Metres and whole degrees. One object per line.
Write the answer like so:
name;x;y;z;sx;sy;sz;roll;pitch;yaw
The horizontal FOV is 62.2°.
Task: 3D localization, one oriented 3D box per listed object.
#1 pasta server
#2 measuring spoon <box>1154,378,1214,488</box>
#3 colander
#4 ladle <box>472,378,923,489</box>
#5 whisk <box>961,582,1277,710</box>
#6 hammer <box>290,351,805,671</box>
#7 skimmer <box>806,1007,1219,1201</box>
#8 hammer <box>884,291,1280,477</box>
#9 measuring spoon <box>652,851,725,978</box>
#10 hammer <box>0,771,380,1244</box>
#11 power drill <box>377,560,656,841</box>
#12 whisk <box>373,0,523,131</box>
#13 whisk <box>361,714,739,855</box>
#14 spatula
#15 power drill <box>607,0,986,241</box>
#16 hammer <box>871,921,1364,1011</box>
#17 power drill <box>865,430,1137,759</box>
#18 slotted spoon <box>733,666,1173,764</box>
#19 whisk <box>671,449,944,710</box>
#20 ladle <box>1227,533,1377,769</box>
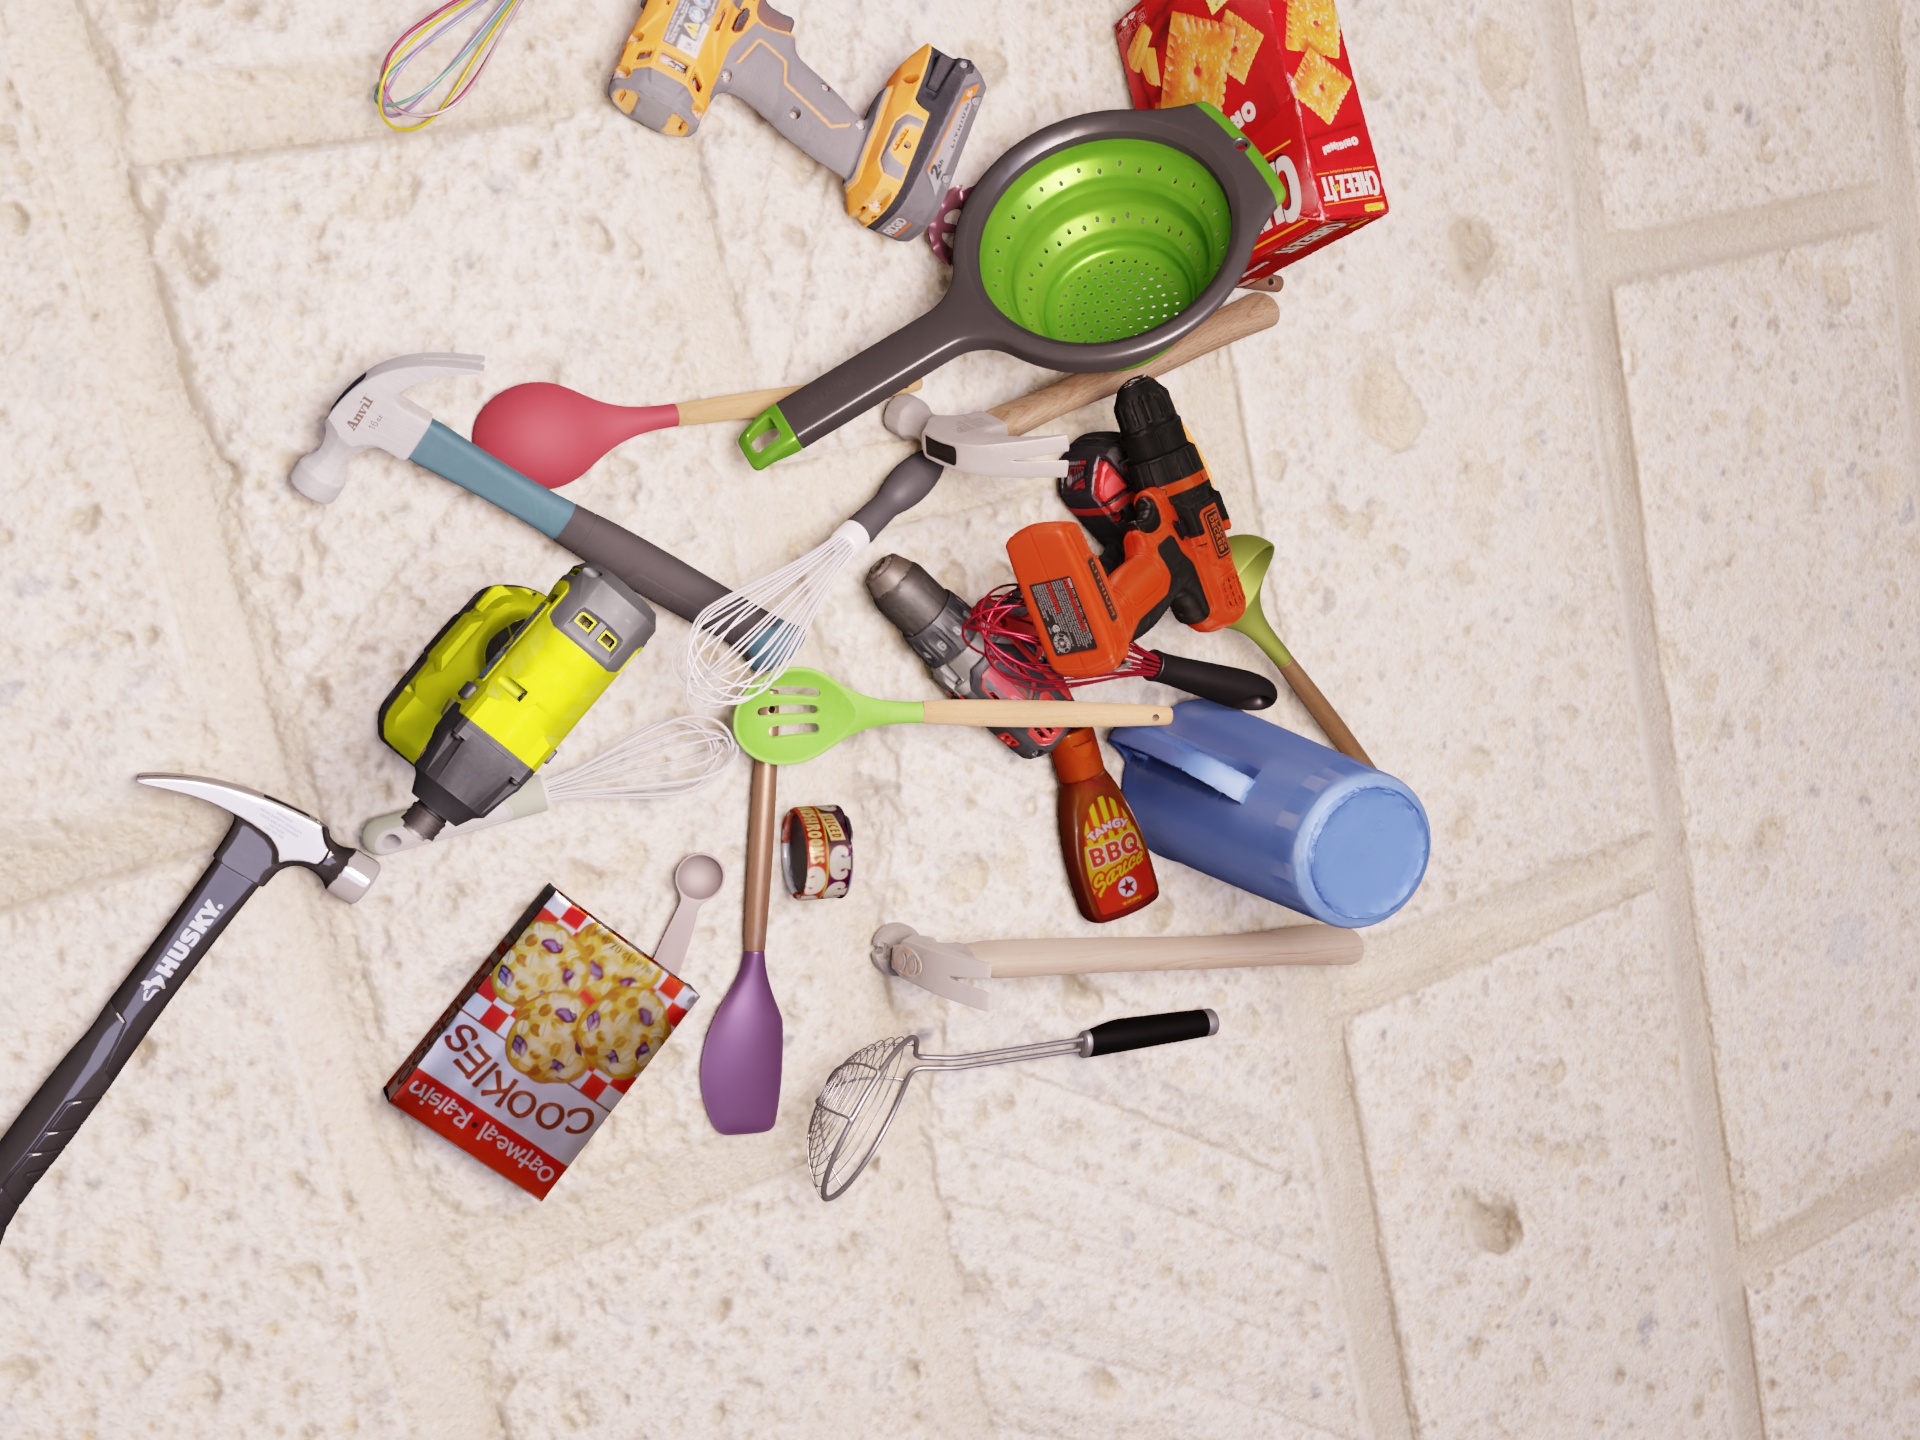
pasta server;0.114;-0.347;1.186;0.316;0.040;0.060;2;105;-26
measuring spoon;0.165;-0.223;1.235;0.021;0.011;0.116;-42;113;-17
colander;0.033;-0.267;1.096;0.397;0.094;0.205;-31;65;0
ladle;-0.168;-0.208;1.074;0.315;0.031;0.069;-14;104;-25
whisk;0.121;-0.043;1.125;0.295;0.073;0.073;12;89;-36
hammer;-0.245;-0.120;1.026;0.330;0.033;0.128;31;108;-28
skimmer;0.052;0.270;1.175;0.363;0.090;0.127;-3;128;-27
hammer;0.113;-0.252;1.165;0.331;0.130;0.031;-28;135;-28
measuring spoon;-0.196;0.148;1.096;0.034;0.018;0.124;21;92;-19
hammer;-0.507;0.184;0.943;0.146;0.035;0.335;38;78;-23
power drill;-0.272;-0.012;0.931;0.080;0.223;0.171;43;77;-21
whisk;-0.281;-0.459;1.000;0.245;0.051;0.047;-53;133;-17
whisk;-0.264;0.045;1.039;0.246;0.059;0.057;-16;128;-19
spatula;-0.145;0.135;1.113;0.059;0.018;0.316;3;93;-24
power drill;-0.099;-0.446;1.061;0.226;0.084;0.185;22;83;-20
hammer;0.147;0.177;1.194;0.410;0.146;0.038;2;92;-29
power drill;0.055;-0.109;1.158;0.187;0.080;0.227;43;80;-21
slotted spoon;-0.002;-0.004;1.110;0.313;0.031;0.070;0;108;-12
whisk;-0.093;-0.103;1.069;0.070;0.070;0.285;55;53;-18
ladle;0.272;-0.028;1.241;0.078;0.062;0.319;-49;124;-7
